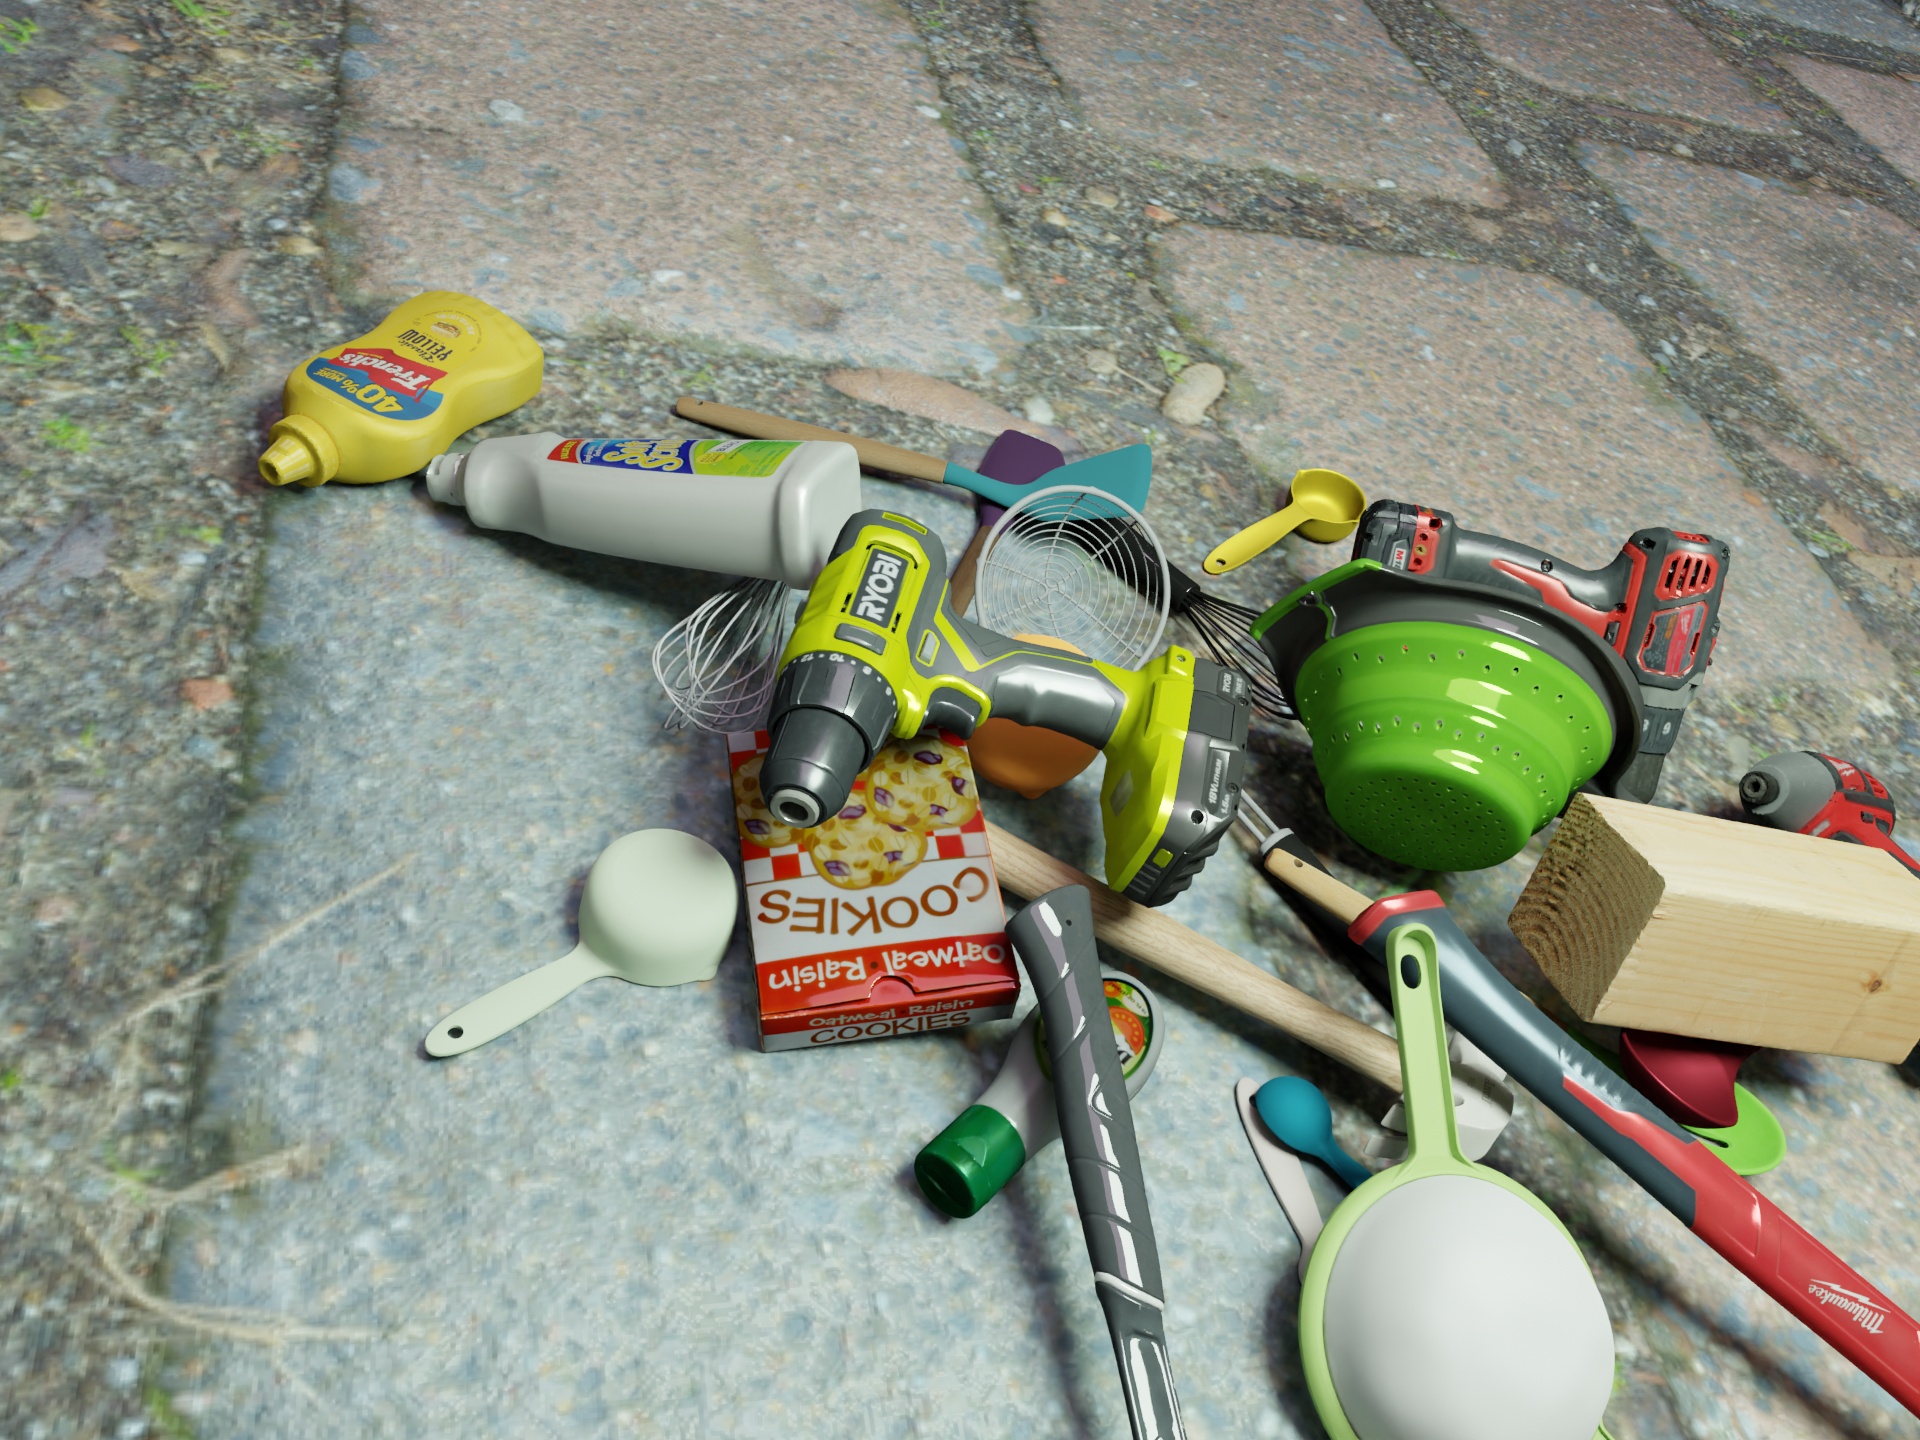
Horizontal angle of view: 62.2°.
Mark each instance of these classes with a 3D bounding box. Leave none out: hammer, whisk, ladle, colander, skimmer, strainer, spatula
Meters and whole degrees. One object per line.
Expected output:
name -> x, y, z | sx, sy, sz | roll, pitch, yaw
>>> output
hammer -> 0.078, 0.253, 0.647 | 0.149, 0.036, 0.409 | 3, 56, -22
hammer -> 0.333, 0.228, 0.744 | 0.386, 0.038, 0.143 | 40, 75, 11
whisk -> -0.111, -0.083, 0.941 | 0.070, 0.070, 0.285 | 22, 38, 0
ladle -> 0.454, 0.170, 0.894 | 0.315, 0.031, 0.069 | -9, 47, -41
hammer -> 0.125, 0.127, 0.820 | 0.331, 0.031, 0.130 | 27, 23, 12
colander -> 0.335, 0.061, 0.913 | 0.397, 0.204, 0.095 | 32, 59, -15
skimmer -> 0.143, 0.014, 0.913 | 0.127, 0.090, 0.364 | -33, 64, -13
whisk -> 0.150, -0.083, 1.044 | 0.055, 0.055, 0.239 | -26, 57, -38
strainer -> 0.224, 0.212, 0.692 | 0.151, 0.069, 0.256 | 2, 73, -15
spatula -> -0.033, -0.181, 1.055 | 0.317, 0.044, 0.082 | 13, 45, 0
spatula -> 0.013, -0.106, 1.033 | 0.060, 0.018, 0.316 | 23, 43, 3

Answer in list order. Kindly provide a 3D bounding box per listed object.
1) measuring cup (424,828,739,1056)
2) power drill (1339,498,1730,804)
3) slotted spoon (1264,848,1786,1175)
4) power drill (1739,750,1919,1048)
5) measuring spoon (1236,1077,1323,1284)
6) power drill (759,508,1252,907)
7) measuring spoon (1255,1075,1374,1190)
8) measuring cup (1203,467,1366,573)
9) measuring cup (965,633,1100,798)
measuring cup -> -0.174, 0.103, 0.739 | 0.083, 0.038, 0.167 | 42, 45, 20
power drill -> 0.357, -0.042, 1.017 | 0.227, 0.188, 0.080 | 11, 14, 8
slotted spoon -> 0.299, 0.154, 0.854 | 0.314, 0.031, 0.070 | 31, 41, -1
power drill -> 0.576, 0.107, 0.981 | 0.143, 0.078, 0.220 | 11, 38, -37
measuring spoon -> 0.163, 0.223, 0.766 | 0.034, 0.018, 0.124 | -2, 48, -23
power drill -> 0.019, 0.004, 0.782 | 0.228, 0.080, 0.191 | 21, 46, -5
measuring spoon -> 0.201, 0.219, 0.778 | 0.129, 0.021, 0.042 | 40, 28, 16
measuring cup -> 0.229, -0.133, 1.146 | 0.156, 0.029, 0.062 | -31, 63, -27
measuring cup -> -0.001, -0.003, 0.882 | 0.173, 0.052, 0.095 | -2, 85, -6
